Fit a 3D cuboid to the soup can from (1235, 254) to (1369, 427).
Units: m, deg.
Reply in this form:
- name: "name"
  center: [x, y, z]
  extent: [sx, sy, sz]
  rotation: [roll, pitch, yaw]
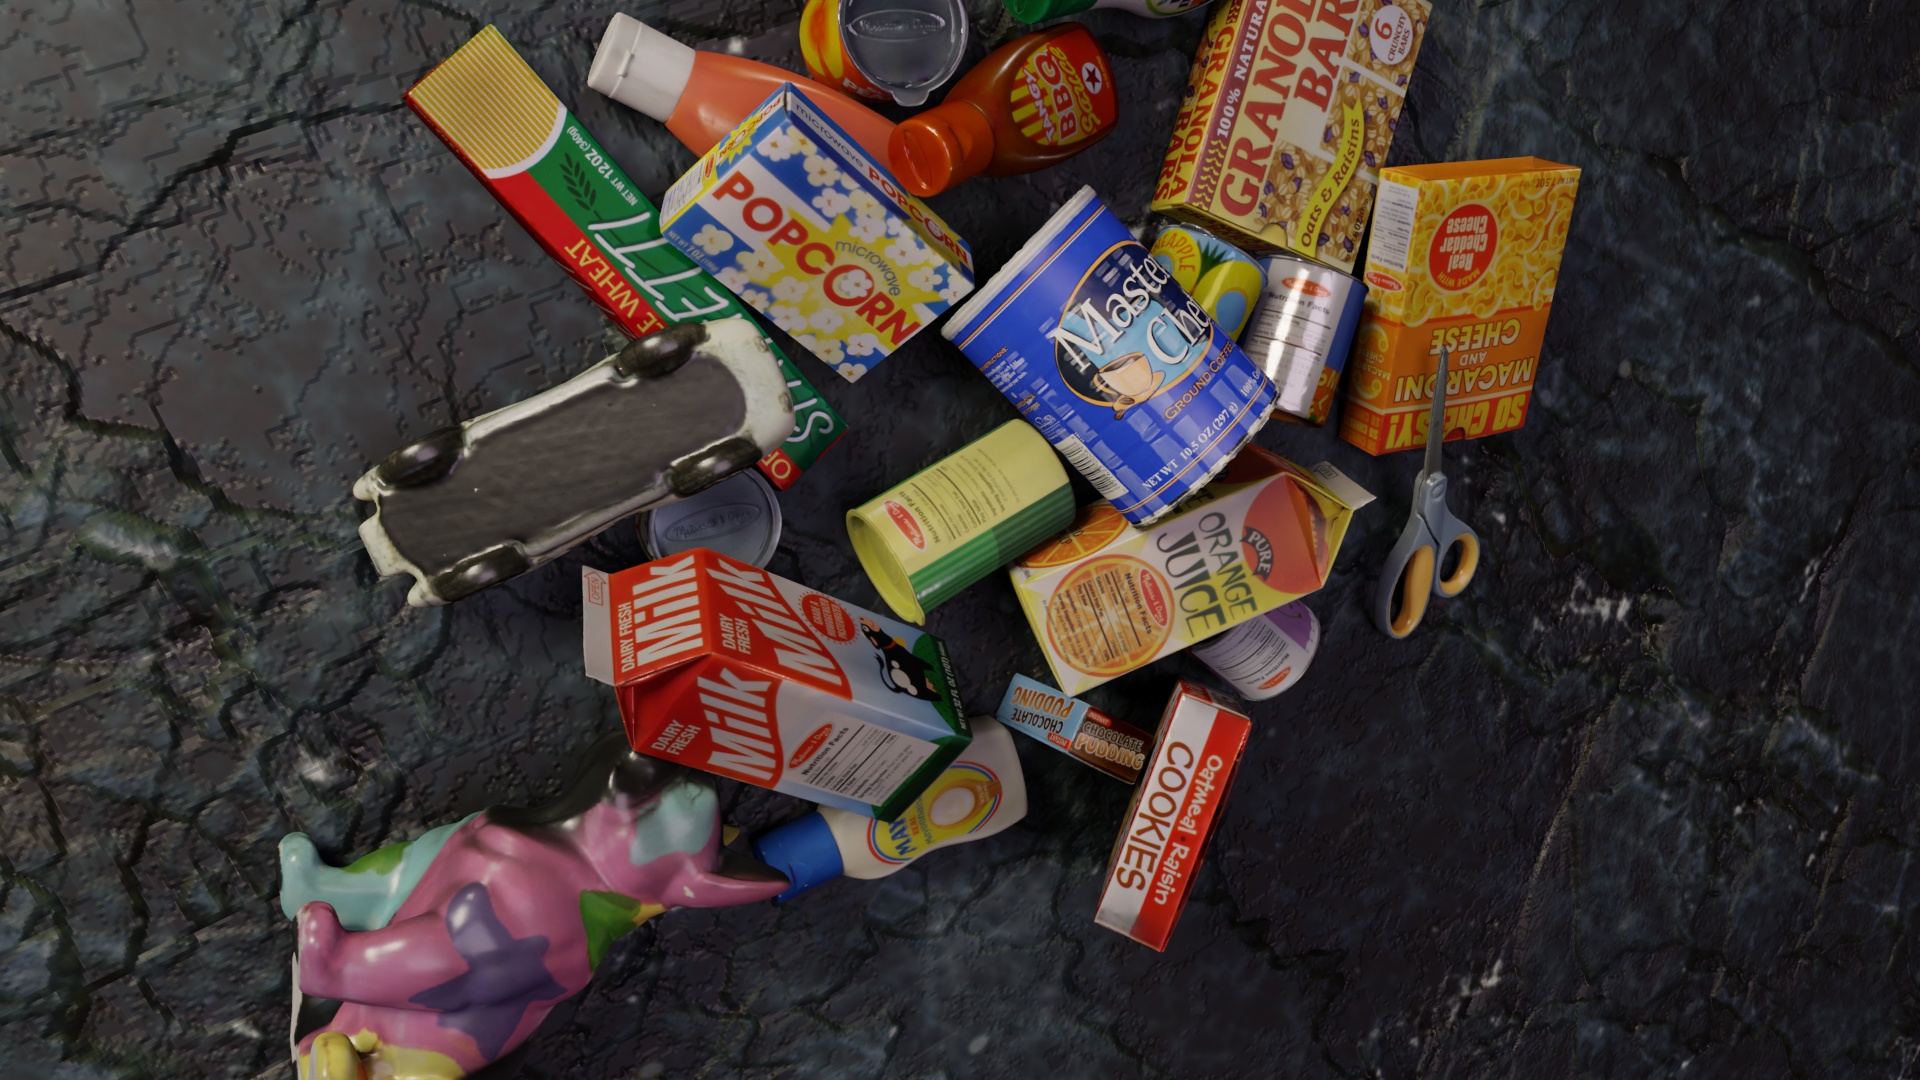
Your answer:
- name: "soup can"
  center: [0.190, -0.113, 0.800]
  extent: [0.071, 0.071, 0.083]
  rotation: [16, 93, -27]

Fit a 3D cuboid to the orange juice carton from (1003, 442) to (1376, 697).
- name: "orange juice carton"
  center: [0.125, 0.005, 0.755]
  extent: [0.193, 0.072, 0.072]
  rotation: [-24, 109, -1]

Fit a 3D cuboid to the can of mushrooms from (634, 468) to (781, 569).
- name: "can of mushrooms"
  center: [-0.125, -0.007, 0.685]
  extent: [0.071, 0.033, 0.071]
  rotation: [-5, 101, -25]

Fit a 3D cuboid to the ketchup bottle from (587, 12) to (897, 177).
- name: "ketchup bottle"
  center: [-0.099, -0.197, 0.658]
  extent: [0.149, 0.044, 0.064]
  rotation: [22, 106, -26]

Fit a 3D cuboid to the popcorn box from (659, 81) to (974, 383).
- name: "popcorn box"
  center: [-0.065, -0.141, 0.654]
  extent: [0.085, 0.038, 0.126]
  rotation: [-35, 129, 25]

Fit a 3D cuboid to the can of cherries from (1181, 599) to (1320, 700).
- name: "can of cherries"
  center: [0.166, 0.050, 0.818]
  extent: [0.058, 0.071, 0.071]
  rotation: [36, 83, -24]

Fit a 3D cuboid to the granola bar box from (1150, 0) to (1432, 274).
- name: "granola bar box"
  center: [0.190, -0.248, 0.789]
  extent: [0.124, 0.039, 0.165]
  rotation: [15, 92, -27]

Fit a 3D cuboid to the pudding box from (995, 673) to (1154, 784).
- name: "pudding box"
  center: [0.061, 0.103, 0.765]
  extent: [0.049, 0.084, 0.030]
  rotation: [28, 84, -26]

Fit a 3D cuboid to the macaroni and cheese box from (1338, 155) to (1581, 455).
- name: "macaroni and cheese box"
  center: [0.299, -0.141, 0.837]
  extent: [0.124, 0.040, 0.165]
  rotation: [-11, 118, -24]

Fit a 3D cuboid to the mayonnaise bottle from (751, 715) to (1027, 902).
- name: "mayonnaise bottle"
  center: [-0.037, 0.149, 0.749]
  extent: [0.148, 0.041, 0.064]
  rotation: [-21, 110, -21]

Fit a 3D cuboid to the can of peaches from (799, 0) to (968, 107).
- name: "can of peaches"
  center: [-0.038, -0.244, 0.672]
  extent: [0.071, 0.058, 0.071]
  rotation: [-5, 102, -25]

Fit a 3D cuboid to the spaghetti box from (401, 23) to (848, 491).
- name: "spaghetti box"
  center: [-0.150, -0.125, 0.656]
  extent: [0.050, 0.029, 0.249]
  rotation: [-46, 114, -11]

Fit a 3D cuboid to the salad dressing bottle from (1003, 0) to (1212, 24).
- name: "salad dressing bottle"
  center: [0.086, -0.295, 0.710]
  extent: [0.148, 0.044, 0.064]
  rotation: [-26, 150, -32]

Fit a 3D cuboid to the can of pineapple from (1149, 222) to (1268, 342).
- name: "can of pineapple"
  center: [0.125, -0.133, 0.764]
  extent: [0.071, 0.071, 0.058]
  rotation: [30, 86, -27]

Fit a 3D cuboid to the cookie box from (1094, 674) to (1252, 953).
- name: "cookie box"
  center: [0.116, 0.141, 0.755]
  extent: [0.040, 0.167, 0.123]
  rotation: [21, 90, 9]

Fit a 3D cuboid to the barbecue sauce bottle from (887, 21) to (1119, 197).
- name: "barbecue sauce bottle"
  center: [0.022, -0.208, 0.682]
  extent: [0.149, 0.043, 0.064]
  rotation: [-40, 114, -43]

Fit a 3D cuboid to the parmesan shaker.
- name: "parmesan shaker"
  center: [0.003, -0.009, 0.725]
  extent: [0.103, 0.071, 0.071]
  rotation: [-30, 111, -18]

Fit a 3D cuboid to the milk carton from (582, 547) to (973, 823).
- name: "milk carton"
  center: [-0.094, 0.067, 0.668]
  extent: [0.190, 0.073, 0.073]
  rotation: [23, 121, -33]
